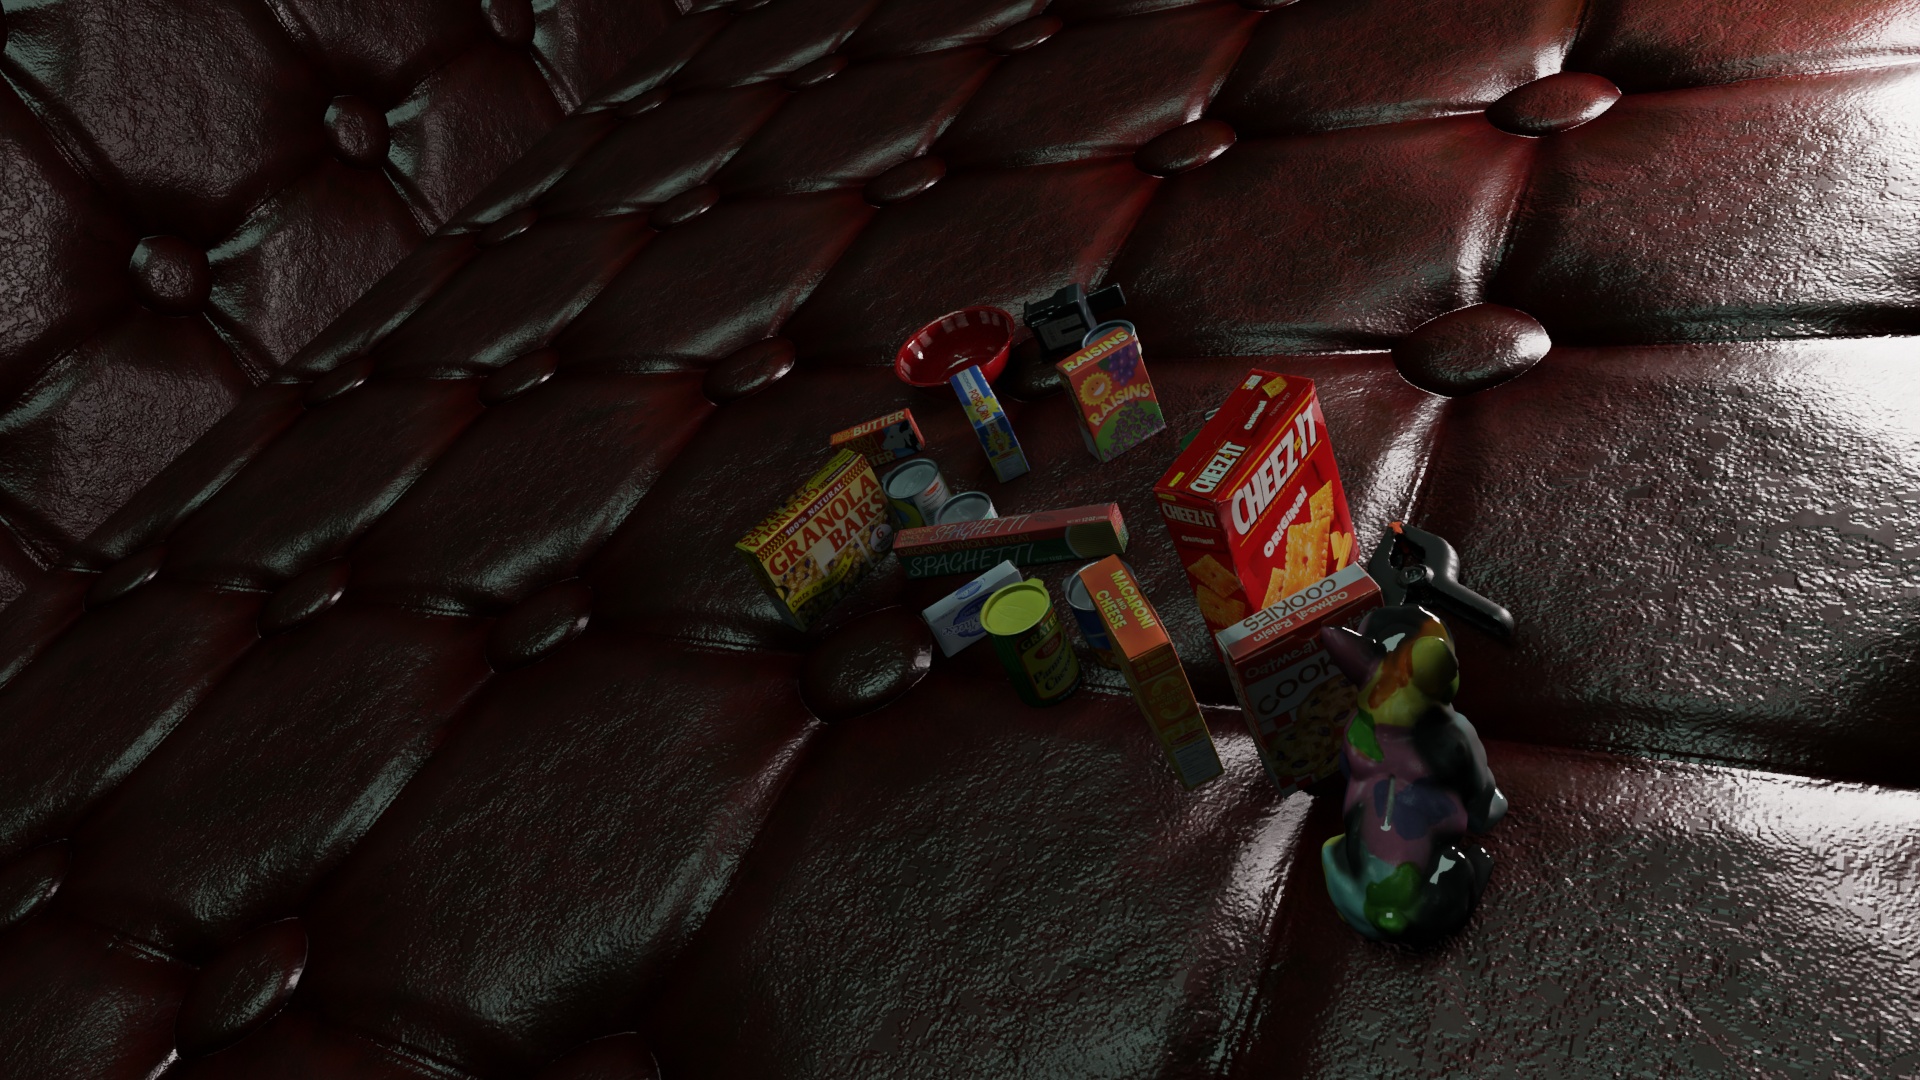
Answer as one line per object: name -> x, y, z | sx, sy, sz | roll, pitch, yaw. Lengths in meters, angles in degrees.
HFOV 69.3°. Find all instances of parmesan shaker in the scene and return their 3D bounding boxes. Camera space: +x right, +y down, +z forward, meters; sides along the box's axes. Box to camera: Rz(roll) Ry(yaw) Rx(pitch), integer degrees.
parmesan shaker -> 0.068, 0.095, 1.278 | 0.071, 0.102, 0.072 | -16, 38, 13

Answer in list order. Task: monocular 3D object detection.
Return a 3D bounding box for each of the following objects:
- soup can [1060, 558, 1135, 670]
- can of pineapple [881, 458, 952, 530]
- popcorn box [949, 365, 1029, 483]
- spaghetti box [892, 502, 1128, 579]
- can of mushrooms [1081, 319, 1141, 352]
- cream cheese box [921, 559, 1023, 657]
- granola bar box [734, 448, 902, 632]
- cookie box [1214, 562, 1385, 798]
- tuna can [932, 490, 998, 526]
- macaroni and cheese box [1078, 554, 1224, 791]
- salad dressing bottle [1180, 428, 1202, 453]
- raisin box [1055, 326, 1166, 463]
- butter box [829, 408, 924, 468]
soup can -> 0.138, 0.068, 1.285 | 0.071, 0.083, 0.072 | -16, 38, 13
can of pineapple -> -0.047, -0.050, 1.559 | 0.071, 0.057, 0.071 | -16, 38, 13
popcorn box -> 0.033, -0.134, 1.591 | 0.038, 0.085, 0.127 | -25, 37, 1
spaghetti box -> 0.048, 0.002, 1.446 | 0.250, 0.050, 0.029 | -7, 41, 23
can of mushrooms -> 0.181, -0.230, 1.661 | 0.071, 0.033, 0.071 | -16, 38, 13
cream cheese box -> 0.018, 0.068, 1.382 | 0.104, 0.053, 0.024 | -31, 37, -7
granola bar box -> -0.147, 0.000, 1.503 | 0.039, 0.123, 0.166 | 21, 57, 45
cookie box -> 0.279, 0.112, 1.080 | 0.123, 0.166, 0.040 | -27, 37, -1
tuna can -> 0.005, -0.019, 1.511 | 0.071, 0.032, 0.071 | -16, 38, 13
macaroni and cheese box -> 0.159, 0.109, 1.155 | 0.040, 0.165, 0.124 | -26, 37, 1
salad dressing bottle -> 0.243, -0.039, 1.299 | 0.044, 0.147, 0.064 | 9, 49, 38
raisin box -> 0.164, -0.157, 1.508 | 0.086, 0.123, 0.040 | -30, 37, -5
butter box -> -0.101, -0.118, 1.676 | 0.103, 0.053, 0.024 | -18, 37, 10
